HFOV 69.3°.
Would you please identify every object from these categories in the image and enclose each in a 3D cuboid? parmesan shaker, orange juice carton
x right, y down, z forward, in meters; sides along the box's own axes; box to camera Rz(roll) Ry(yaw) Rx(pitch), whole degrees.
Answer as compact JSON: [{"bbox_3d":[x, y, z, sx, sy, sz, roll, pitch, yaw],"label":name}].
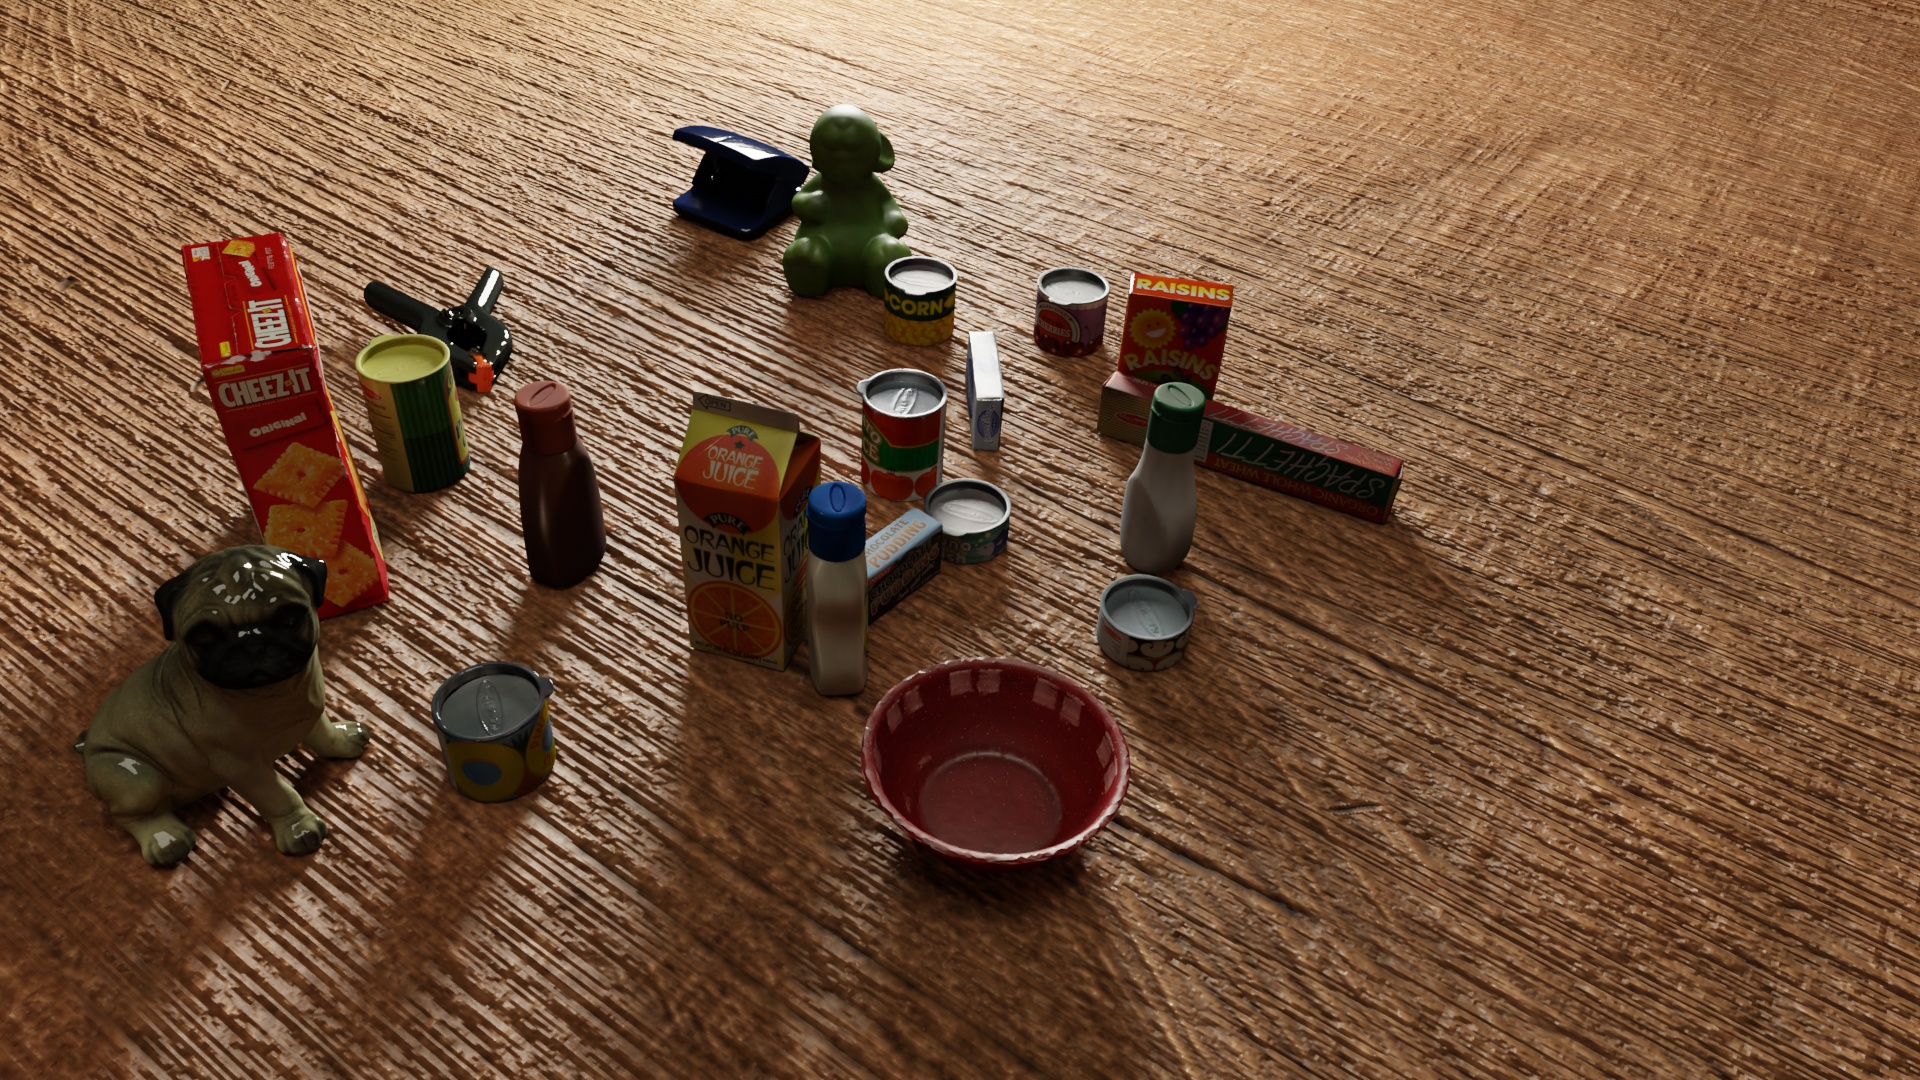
[{"bbox_3d":[-0.417,-0.098,1.059,0.071,0.102,0.072,2,40,-2],"label":"parmesan shaker"},{"bbox_3d":[-0.137,-0.012,0.912,0.072,0.191,0.073,13,41,11],"label":"orange juice carton"}]

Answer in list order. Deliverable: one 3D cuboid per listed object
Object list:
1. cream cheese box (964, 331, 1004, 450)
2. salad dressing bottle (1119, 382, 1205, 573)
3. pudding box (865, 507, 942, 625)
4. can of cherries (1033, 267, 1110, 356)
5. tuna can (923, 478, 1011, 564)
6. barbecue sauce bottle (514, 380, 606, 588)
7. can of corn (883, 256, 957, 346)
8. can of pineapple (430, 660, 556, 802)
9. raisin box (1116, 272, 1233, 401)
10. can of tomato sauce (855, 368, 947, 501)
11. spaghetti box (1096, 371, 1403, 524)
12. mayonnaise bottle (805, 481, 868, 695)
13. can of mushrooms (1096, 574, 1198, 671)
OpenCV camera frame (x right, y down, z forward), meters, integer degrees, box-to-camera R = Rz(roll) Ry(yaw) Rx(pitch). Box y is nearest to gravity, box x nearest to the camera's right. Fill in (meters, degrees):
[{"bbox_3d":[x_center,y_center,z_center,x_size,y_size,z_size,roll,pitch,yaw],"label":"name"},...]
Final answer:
[{"bbox_3d":[0.020,-0.127,1.171,0.024,0.053,0.104,0,40,-5],"label":"cream cheese box"},{"bbox_3d":[0.149,-0.044,1.010,0.044,0.146,0.064,-14,43,-21],"label":"salad dressing bottle"},{"bbox_3d":[-0.050,0.018,0.994,0.030,0.049,0.084,30,46,28],"label":"pudding box"},{"bbox_3d":[0.099,-0.208,1.271,0.071,0.058,0.072,2,40,-2],"label":"can of cherries"},{"bbox_3d":[0.004,-0.013,1.049,0.071,0.032,0.071,3,40,-2],"label":"tuna can"},{"bbox_3d":[-0.281,-0.040,0.967,0.044,0.147,0.065,17,41,15],"label":"barbecue sauce bottle"},{"bbox_3d":[-0.038,-0.217,1.270,0.071,0.058,0.071,2,40,-2],"label":"can of corn"},{"bbox_3d":[-0.282,0.117,0.849,0.071,0.057,0.071,2,40,-2],"label":"can of pineapple"},{"bbox_3d":[0.177,-0.158,1.168,0.086,0.122,0.040,9,40,6],"label":"raisin box"},{"bbox_3d":[-0.047,-0.082,1.088,0.071,0.082,0.071,2,40,-2],"label":"can of tomato sauce"},{"bbox_3d":[0.233,-0.077,1.132,0.250,0.049,0.029,20,42,18],"label":"spaghetti box"},{"bbox_3d":[-0.079,0.030,0.901,0.041,0.147,0.065,-2,40,-7],"label":"mayonnaise bottle"},{"bbox_3d":[0.131,0.058,0.975,0.071,0.033,0.071,3,40,-2],"label":"can of mushrooms"}]
